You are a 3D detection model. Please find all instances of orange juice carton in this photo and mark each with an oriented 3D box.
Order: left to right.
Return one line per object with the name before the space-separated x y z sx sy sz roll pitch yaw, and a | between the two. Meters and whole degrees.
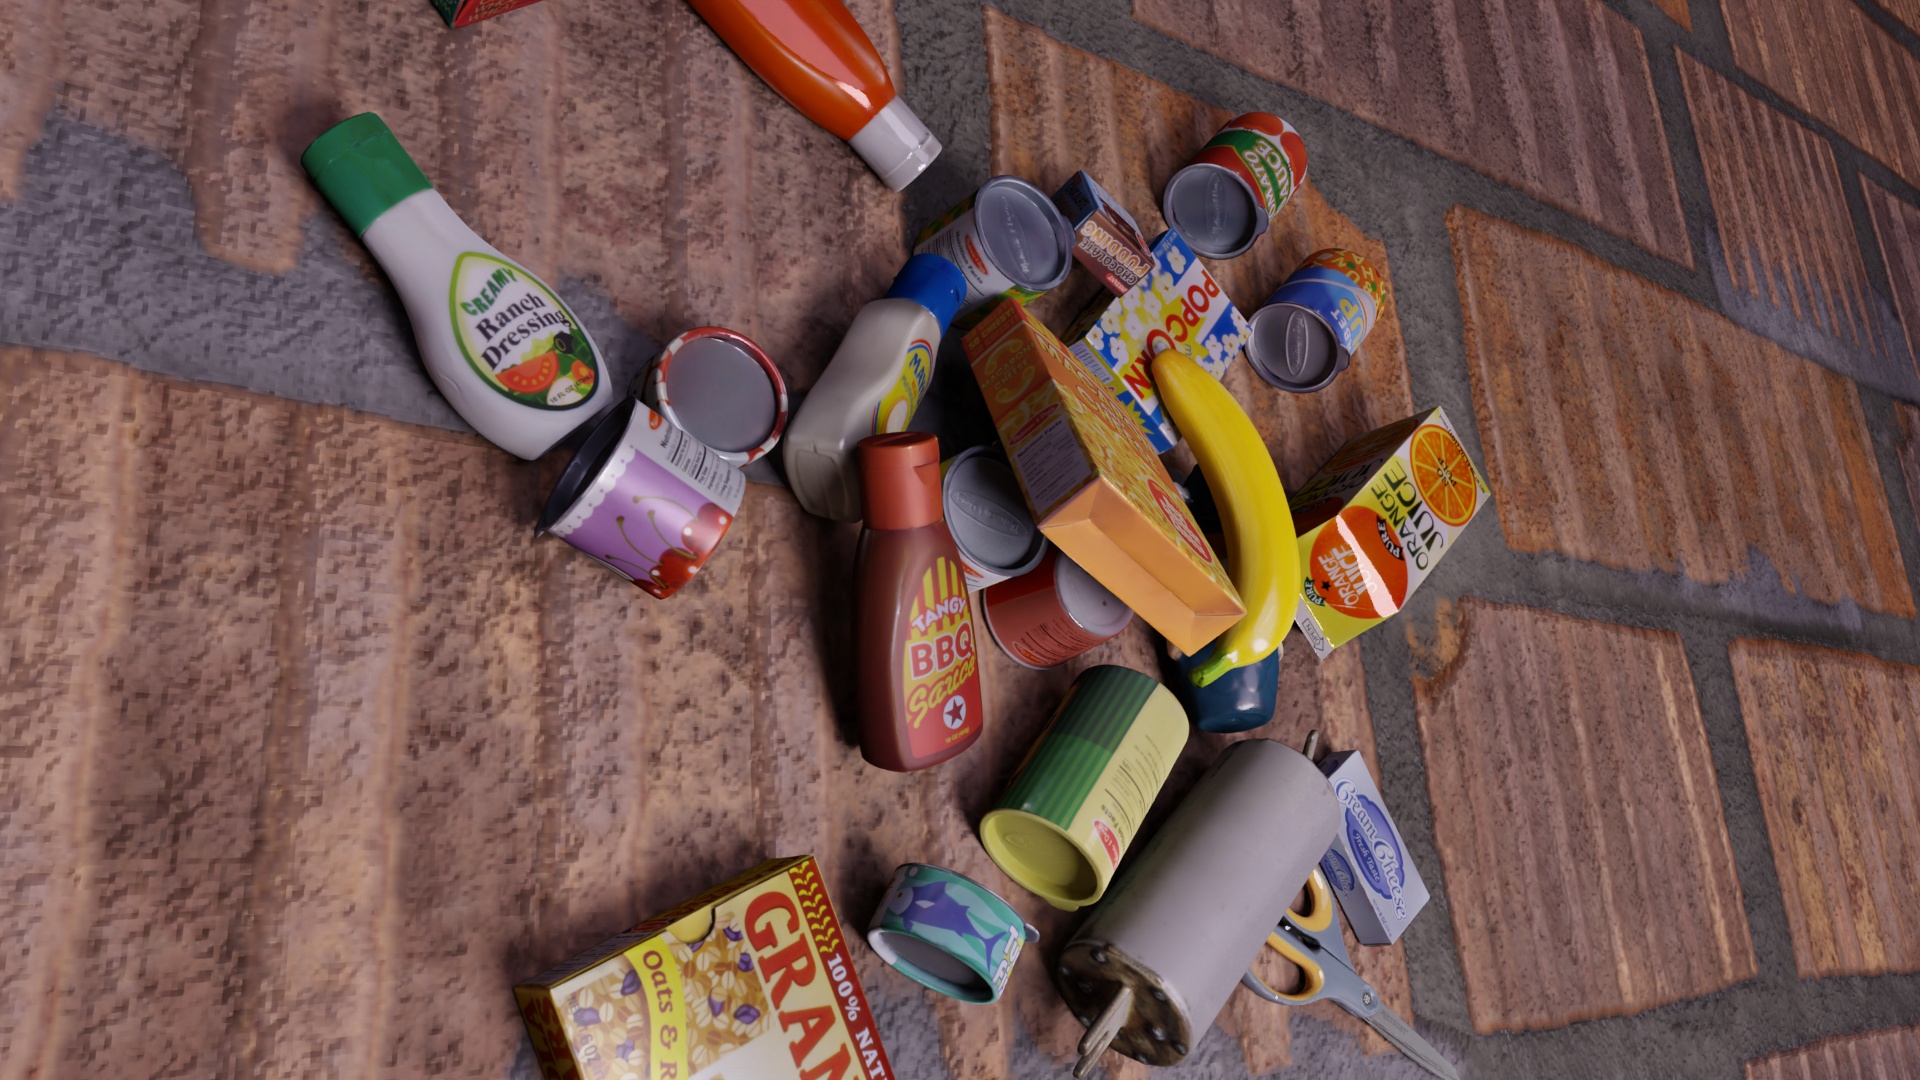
orange juice carton | 0.251 -0.005 0.872 0.194 0.073 0.071 -39 100 -39

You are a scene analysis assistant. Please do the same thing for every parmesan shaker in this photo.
parmesan shaker | 0.064 0.121 0.688 0.071 0.071 0.103 50 51 -14

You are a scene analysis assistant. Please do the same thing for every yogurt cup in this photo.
yogurt cup | 0.053 0.029 0.718 0.072 0.053 0.072 13 67 -33

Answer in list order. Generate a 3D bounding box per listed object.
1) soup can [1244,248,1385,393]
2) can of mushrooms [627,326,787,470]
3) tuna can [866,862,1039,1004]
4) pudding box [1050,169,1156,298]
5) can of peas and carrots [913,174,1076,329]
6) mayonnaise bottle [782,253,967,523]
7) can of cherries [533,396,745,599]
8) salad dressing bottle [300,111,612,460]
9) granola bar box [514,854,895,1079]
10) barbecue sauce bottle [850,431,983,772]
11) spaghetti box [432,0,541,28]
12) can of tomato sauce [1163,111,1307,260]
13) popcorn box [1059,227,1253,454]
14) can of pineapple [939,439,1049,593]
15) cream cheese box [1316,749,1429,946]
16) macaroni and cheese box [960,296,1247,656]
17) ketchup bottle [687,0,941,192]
soup can | 0.236 -0.144 0.910 0.071 0.071 0.084 53 50 -11
can of mushrooms | -0.114 -0.064 0.633 0.071 0.033 0.071 13 67 -33
tuna can | -0.004 0.175 0.612 0.071 0.071 0.033 42 55 -19
pudding box | 0.080 -0.178 0.801 0.049 0.030 0.084 39 21 -22
can of peas and carrots | 0.018 -0.155 0.752 0.071 0.058 0.071 14 66 -35
mayonnaise bottle | -0.039 -0.081 0.682 0.064 0.041 0.149 82 27 -51
can of cherries | -0.134 -0.015 0.582 0.058 0.071 0.072 36 56 -25
salad dressing bottle | -0.206 -0.103 0.568 0.147 0.044 0.064 53 49 -11
granola bar box | -0.086 0.226 0.550 0.125 0.039 0.165 -19 87 -41
barbecue sauce bottle | -0.023 0.026 0.631 0.065 0.043 0.148 -20 111 -47
spaghetti box | -0.162 -0.312 0.685 0.251 0.028 0.050 -41 101 -39
can of tomato sauce | 0.180 -0.230 0.897 0.071 0.071 0.083 51 51 -13
popcorn box | 0.115 -0.117 0.827 0.085 0.038 0.127 49 52 -15
can of pineapple | 0.002 -0.009 0.688 0.071 0.057 0.071 14 67 -35
cream cheese box | 0.238 0.182 0.828 0.053 0.024 0.103 -29 94 -42
macaroni and cheese box | 0.069 -0.036 0.693 0.123 0.040 0.167 39 20 -35
ketchup bottle | -0.072 -0.249 0.724 0.148 0.043 0.065 45 53 -17
